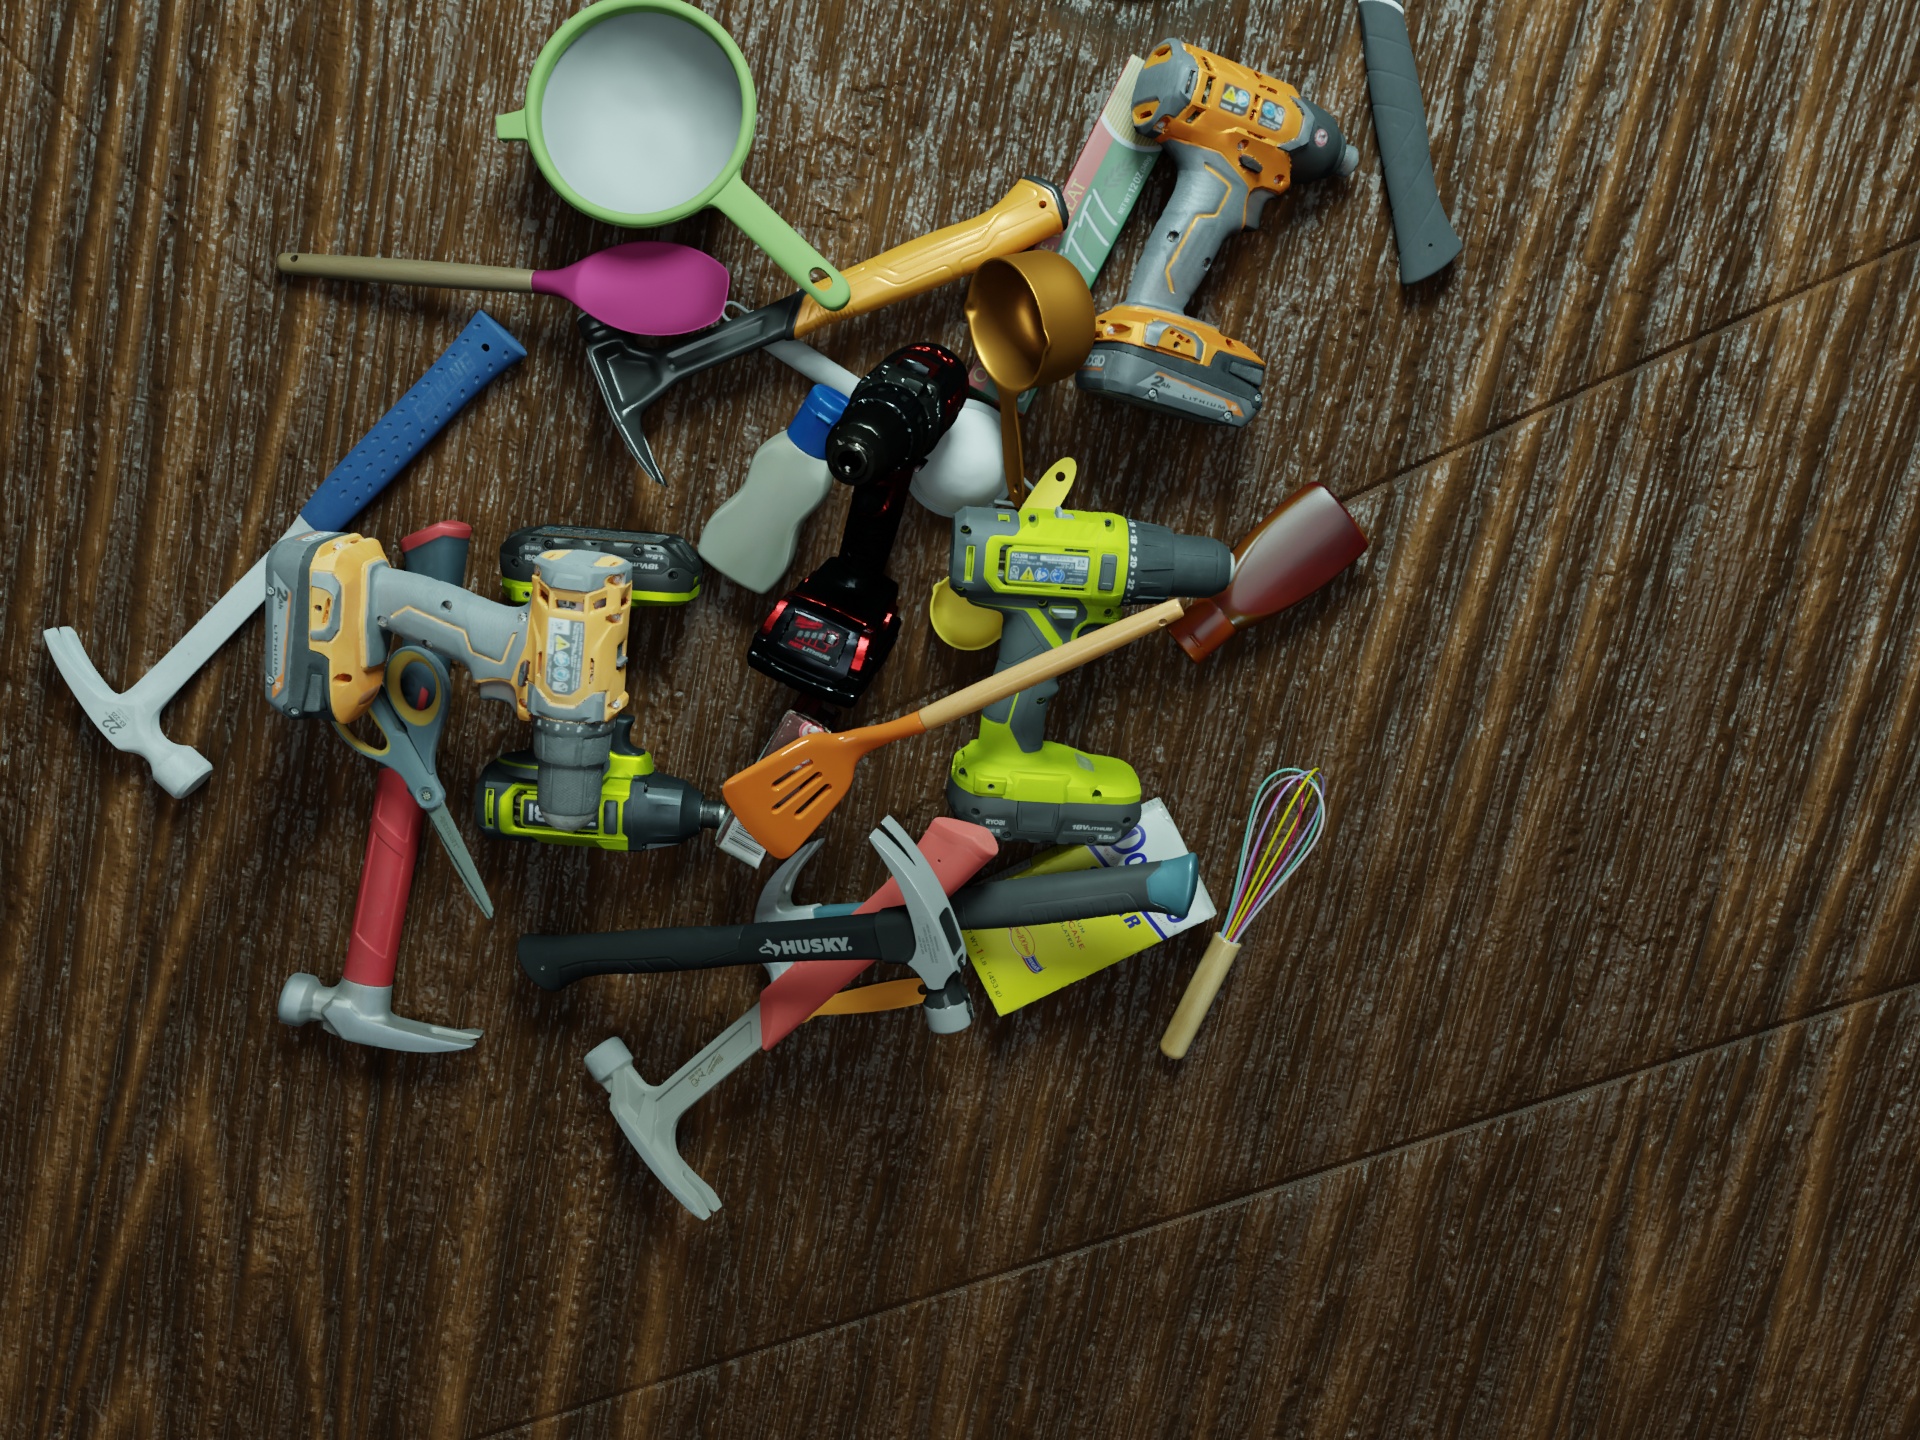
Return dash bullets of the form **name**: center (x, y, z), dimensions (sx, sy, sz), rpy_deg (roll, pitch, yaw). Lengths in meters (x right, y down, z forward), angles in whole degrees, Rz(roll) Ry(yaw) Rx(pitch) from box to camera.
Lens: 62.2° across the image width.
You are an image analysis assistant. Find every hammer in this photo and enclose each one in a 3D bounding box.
- **hammer**: center (0.274, -0.500, 1.070), dimensions (0.149, 0.036, 0.409), rpy_deg (-13, 100, 2)
- **hammer**: center (-0.084, -0.276, 1.072), dimensions (0.337, 0.034, 0.127), rpy_deg (-22, 89, 4)
- **hammer**: center (0.006, 0.134, 1.122), dimensions (0.331, 0.033, 0.128), rpy_deg (-9, 91, 18)
- **hammer**: center (-0.385, 0.050, 1.143), dimensions (0.143, 0.038, 0.386), rpy_deg (13, 99, -5)
- **hammer**: center (-0.464, -0.133, 1.112), dimensions (0.405, 0.035, 0.144), rpy_deg (-44, 98, 5)
- **hammer**: center (-0.107, 0.199, 1.125), dimensions (0.359, 0.036, 0.149), rpy_deg (-41, 82, 17)
- **hammer**: center (-0.160, 0.150, 1.091), dimensions (0.335, 0.035, 0.146), rpy_deg (-7, 108, 22)

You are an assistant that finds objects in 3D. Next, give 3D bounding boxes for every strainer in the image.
- **strainer**: center (-0.167, -0.358, 1.056), dimensions (0.256, 0.069, 0.151), rpy_deg (43, 92, 0)
- **strainer**: center (-0.058, -0.216, 1.108), dimensions (0.258, 0.050, 0.087), rpy_deg (32, 112, -3)

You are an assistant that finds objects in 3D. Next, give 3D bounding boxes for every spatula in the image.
- **spatula**: center (-0.002, -0.003, 1.048), dimensions (0.322, 0.041, 0.080), rpy_deg (-24, 128, 12)

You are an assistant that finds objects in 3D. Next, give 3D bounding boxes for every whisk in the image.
- **whisk**: center (0.205, 0.142, 1.171), dimensions (0.051, 0.047, 0.245), rpy_deg (23, 101, -6)

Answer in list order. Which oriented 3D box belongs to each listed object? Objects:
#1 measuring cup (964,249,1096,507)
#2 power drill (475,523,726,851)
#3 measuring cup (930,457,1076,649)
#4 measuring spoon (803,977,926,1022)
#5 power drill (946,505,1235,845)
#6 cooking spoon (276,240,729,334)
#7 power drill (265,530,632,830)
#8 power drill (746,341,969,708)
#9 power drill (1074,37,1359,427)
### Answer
- **measuring cup**: center (0.052, -0.229, 1.068), dimensions (0.052, 0.095, 0.173), rpy_deg (-23, 126, -27)
- **power drill**: center (-0.247, -0.019, 1.118), dimensions (0.171, 0.080, 0.223), rpy_deg (4, 103, -1)
- **measuring cup**: center (0.034, -0.120, 1.132), dimensions (0.062, 0.029, 0.156), rpy_deg (34, 95, -7)
- **measuring spoon**: center (-0.071, 0.208, 1.193), dimensions (0.117, 0.011, 0.021), rpy_deg (-9, 90, -3)
- **power drill**: center (0.082, -0.033, 1.099), dimensions (0.190, 0.080, 0.228), rpy_deg (4, 111, -4)
- **cooking spoon**: center (-0.310, -0.297, 1.071), dimensions (0.319, 0.017, 0.069), rpy_deg (6, 77, 8)
- **power drill**: center (-0.330, -0.028, 1.044), dimensions (0.226, 0.084, 0.185), rpy_deg (7, 106, 2)
- **power drill**: center (-0.066, -0.123, 1.025), dimensions (0.080, 0.188, 0.226), rpy_deg (23, 119, 3)
- **power drill**: center (0.175, -0.317, 1.066), dimensions (0.164, 0.084, 0.226), rpy_deg (11, 98, -23)
